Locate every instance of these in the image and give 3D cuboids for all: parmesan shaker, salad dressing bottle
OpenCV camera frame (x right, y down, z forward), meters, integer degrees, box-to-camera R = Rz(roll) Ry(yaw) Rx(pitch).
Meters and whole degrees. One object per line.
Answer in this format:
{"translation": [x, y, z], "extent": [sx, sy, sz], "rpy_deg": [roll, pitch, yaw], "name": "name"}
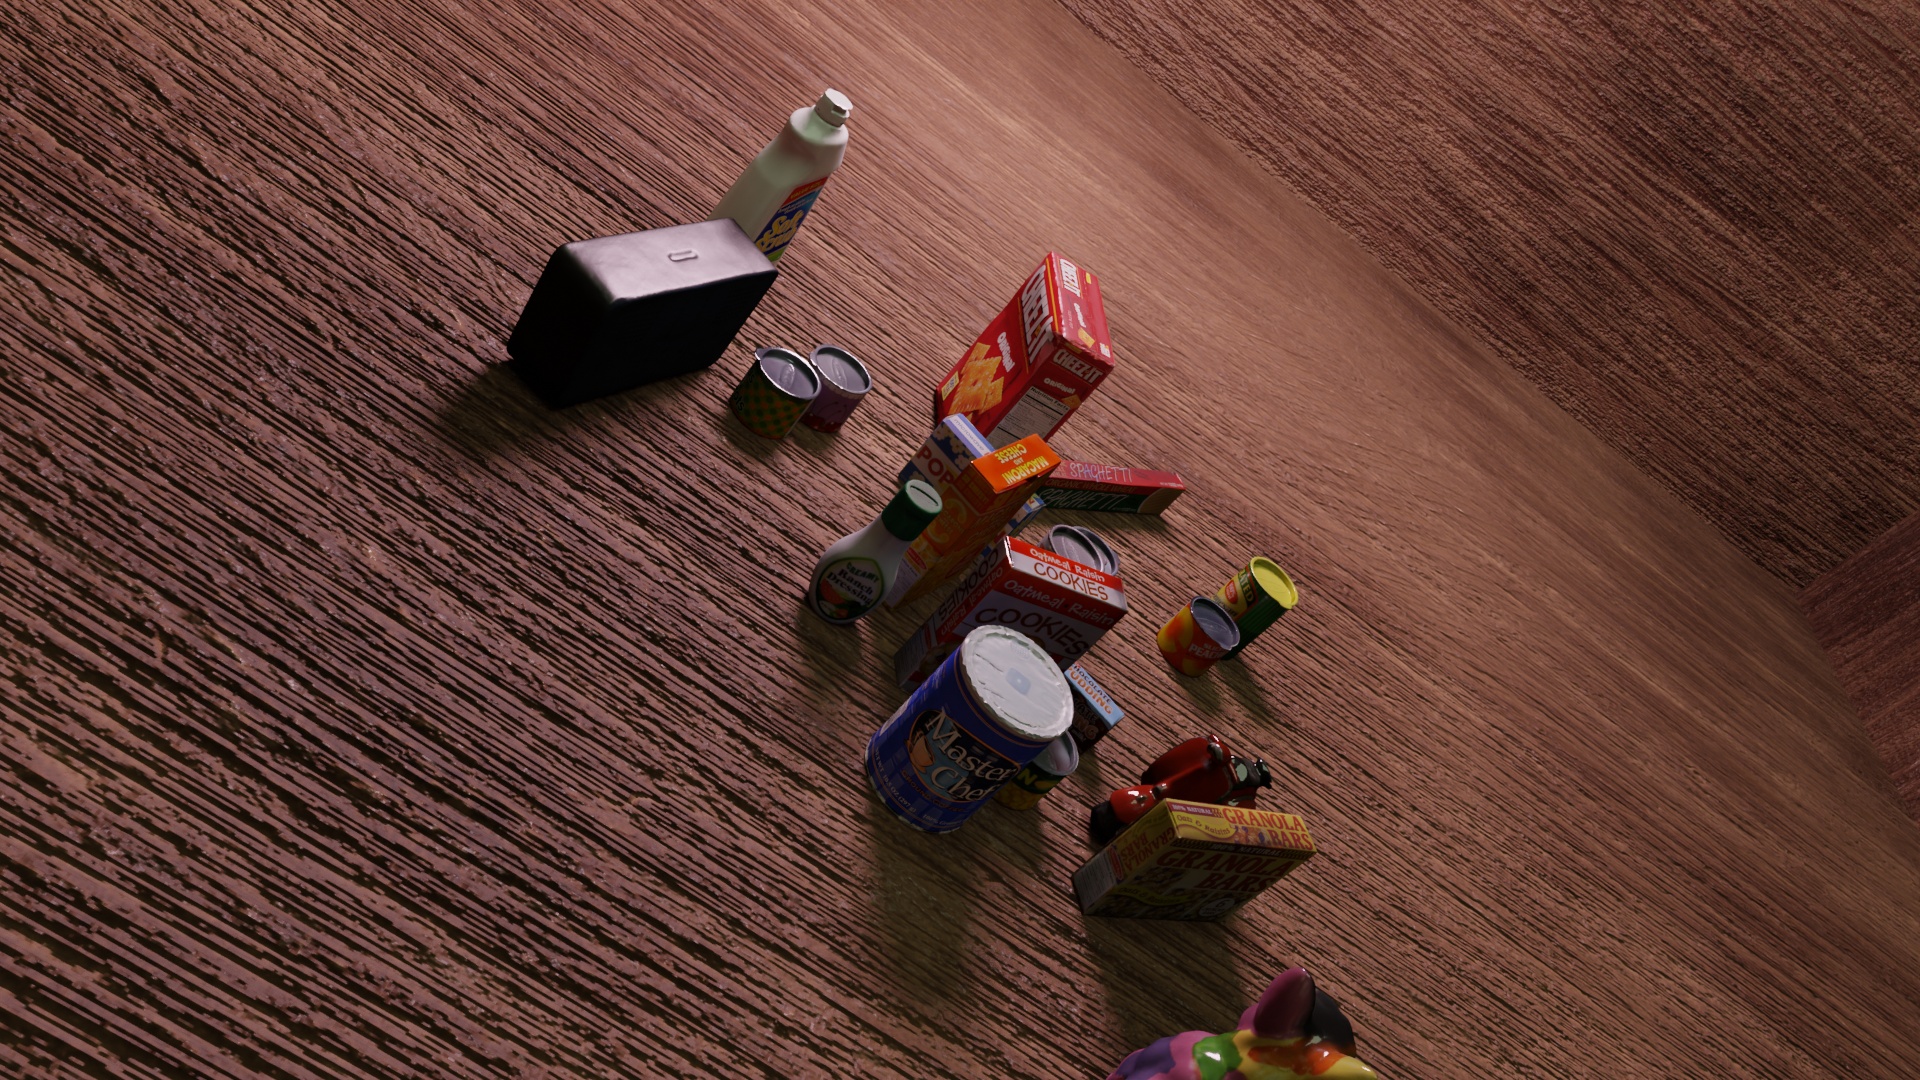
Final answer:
{"translation": [0.307, 0.077, 1.505], "extent": [0.071, 0.102, 0.072], "rpy_deg": [28, 35, -21], "name": "parmesan shaker"}
{"translation": [-0.070, 0.009, 1.150], "extent": [0.064, 0.147, 0.044], "rpy_deg": [34, 33, -12], "name": "salad dressing bottle"}

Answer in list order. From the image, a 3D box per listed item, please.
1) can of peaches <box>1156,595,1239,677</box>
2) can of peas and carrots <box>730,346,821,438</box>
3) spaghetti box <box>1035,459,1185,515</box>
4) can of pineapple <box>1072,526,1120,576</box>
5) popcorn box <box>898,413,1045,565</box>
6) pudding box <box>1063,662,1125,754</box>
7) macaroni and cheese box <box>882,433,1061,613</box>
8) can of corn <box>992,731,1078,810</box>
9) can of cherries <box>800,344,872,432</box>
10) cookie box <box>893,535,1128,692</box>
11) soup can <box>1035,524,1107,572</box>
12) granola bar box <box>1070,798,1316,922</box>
{"translation": [0.249, 0.103, 1.456], "extent": [0.071, 0.057, 0.071], "rpy_deg": [27, 35, -21], "name": "can of peaches"}
{"translation": [-0.175, -0.138, 1.296], "extent": [0.071, 0.058, 0.071], "rpy_deg": [27, 35, -21], "name": "can of peas and carrots"}
{"translation": [0.158, -0.059, 1.557], "extent": [0.250, 0.050, 0.029], "rpy_deg": [2, 50, -45], "name": "spaghetti box"}
{"translation": [0.118, 0.030, 1.405], "extent": [0.071, 0.057, 0.071], "rpy_deg": [27, 35, -21], "name": "can of pineapple"}
{"translation": [0.009, -0.050, 1.360], "extent": [0.127, 0.085, 0.038], "rpy_deg": [48, 33, 9], "name": "popcorn box"}
{"translation": [0.103, 0.146, 1.261], "extent": [0.084, 0.049, 0.030], "rpy_deg": [48, 33, 10], "name": "pudding box"}
{"translation": [0.004, -0.016, 1.239], "extent": [0.040, 0.165, 0.124], "rpy_deg": [48, 33, 10], "name": "macaroni and cheese box"}
{"translation": [0.053, 0.183, 1.158], "extent": [0.071, 0.058, 0.071], "rpy_deg": [27, 35, -21], "name": "can of corn"}
{"translation": [-0.131, -0.149, 1.354], "extent": [0.071, 0.058, 0.072], "rpy_deg": [27, 35, -21], "name": "can of cherries"}
{"translation": [0.041, 0.077, 1.169], "extent": [0.123, 0.166, 0.040], "rpy_deg": [21, 38, -30], "name": "cookie box"}
{"translation": [0.090, 0.037, 1.344], "extent": [0.071, 0.083, 0.072], "rpy_deg": [27, 35, -21], "name": "soup can"}
{"translation": [0.192, 0.266, 1.146], "extent": [0.165, 0.123, 0.039], "rpy_deg": [14, 42, -36], "name": "granola bar box"}
